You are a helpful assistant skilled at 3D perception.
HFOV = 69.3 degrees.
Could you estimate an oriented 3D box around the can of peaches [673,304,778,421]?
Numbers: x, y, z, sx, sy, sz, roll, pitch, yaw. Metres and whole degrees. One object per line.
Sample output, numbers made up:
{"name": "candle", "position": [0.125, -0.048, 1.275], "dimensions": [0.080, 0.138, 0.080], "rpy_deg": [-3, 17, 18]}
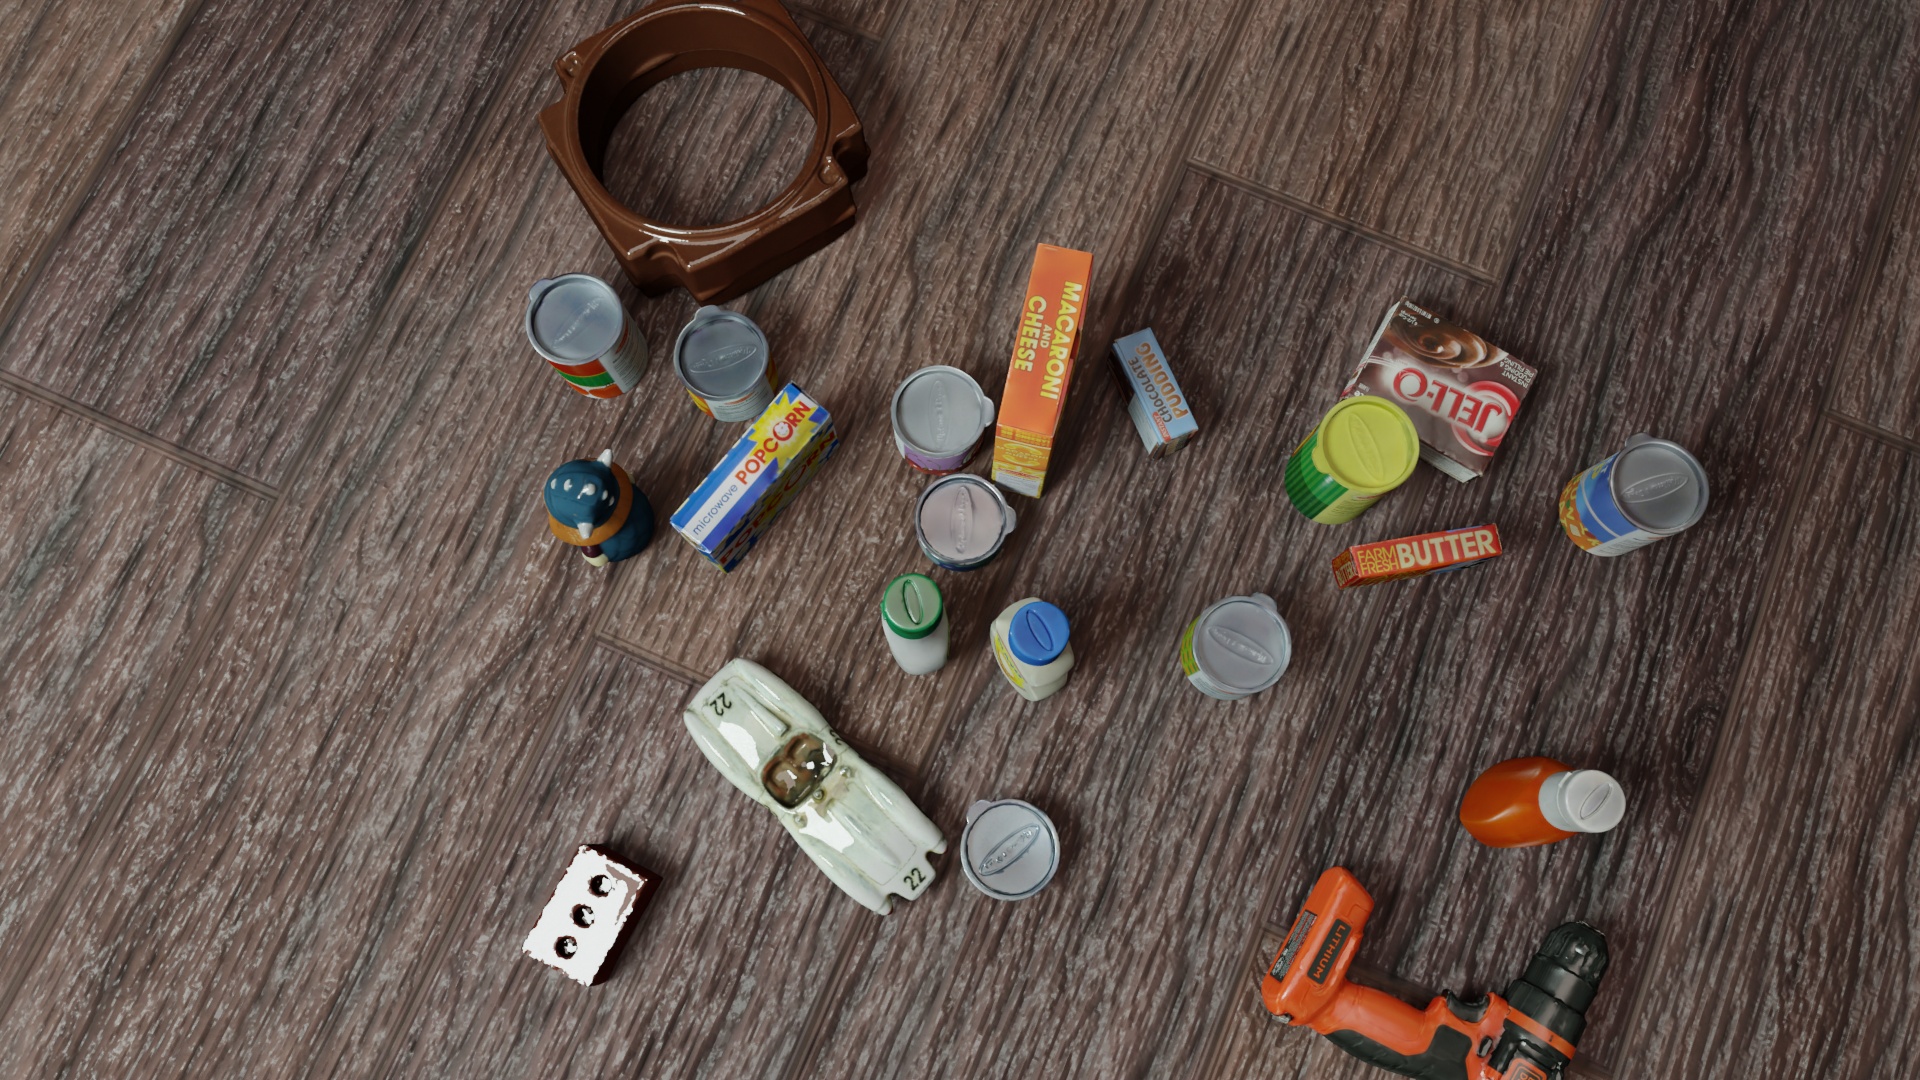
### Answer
{"name": "can of peaches", "position": [-0.166, -0.125, 0.987], "dimensions": [0.071, 0.058, 0.071], "rpy_deg": [0, 78, 0]}

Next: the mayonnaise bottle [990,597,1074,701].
{"name": "mayonnaise bottle", "position": [0.047, 0.068, 0.902], "dimensions": [0.041, 0.148, 0.065], "rpy_deg": [-29, 80, -6]}

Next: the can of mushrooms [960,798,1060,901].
{"name": "can of mushrooms", "position": [0.031, 0.205, 0.932], "dimensions": [0.071, 0.033, 0.071], "rpy_deg": [0, 78, 0]}

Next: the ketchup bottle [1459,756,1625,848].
{"name": "ketchup bottle", "position": [0.370, 0.166, 0.883], "dimensions": [0.043, 0.148, 0.065], "rpy_deg": [43, 82, 8]}

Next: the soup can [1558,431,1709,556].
{"name": "soup can", "position": [0.461, -0.031, 0.958], "dimensions": [0.071, 0.083, 0.071], "rpy_deg": [0, 79, 0]}

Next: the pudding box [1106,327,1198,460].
{"name": "pudding box", "position": [0.135, -0.104, 0.989], "dimensions": [0.030, 0.049, 0.084], "rpy_deg": [-23, 79, -5]}

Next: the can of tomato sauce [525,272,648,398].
{"name": "can of tomato sauce", "position": [-0.263, -0.143, 0.977], "dimensions": [0.071, 0.083, 0.071], "rpy_deg": [0, 79, 0]}

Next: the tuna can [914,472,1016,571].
{"name": "tuna can", "position": [0.003, -0.012, 0.977], "dimensions": [0.071, 0.032, 0.071], "rpy_deg": [0, 78, 0]}

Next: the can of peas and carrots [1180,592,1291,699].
{"name": "can of peas and carrots", "position": [0.188, 0.072, 0.948], "dimensions": [0.071, 0.058, 0.071], "rpy_deg": [0, 79, 0]}

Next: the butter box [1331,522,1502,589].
{"name": "butter box", "position": [0.315, 0.012, 0.964], "dimensions": [0.103, 0.053, 0.024], "rpy_deg": [-9, 79, -2]}

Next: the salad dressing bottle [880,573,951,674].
{"name": "salad dressing bottle", "position": [-0.029, 0.052, 0.905], "dimensions": [0.044, 0.147, 0.064], "rpy_deg": [-13, 79, -3]}

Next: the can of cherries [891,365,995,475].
{"name": "can of cherries", "position": [-0.012, -0.083, 0.979], "dimensions": [0.071, 0.058, 0.071], "rpy_deg": [0, 78, 0]}

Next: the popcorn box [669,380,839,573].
{"name": "popcorn box", "position": [-0.139, -0.041, 0.956], "dimensions": [0.038, 0.085, 0.127], "rpy_deg": [39, 81, 7]}

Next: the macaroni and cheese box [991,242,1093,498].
{"name": "macaroni and cheese box", "position": [0.054, -0.108, 0.930], "dimensions": [0.040, 0.166, 0.124], "rpy_deg": [13, 79, 2]}

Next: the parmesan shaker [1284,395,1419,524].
{"name": "parmesan shaker", "position": [0.262, -0.052, 0.951], "dimensions": [0.071, 0.103, 0.071], "rpy_deg": [0, 79, 0]}
